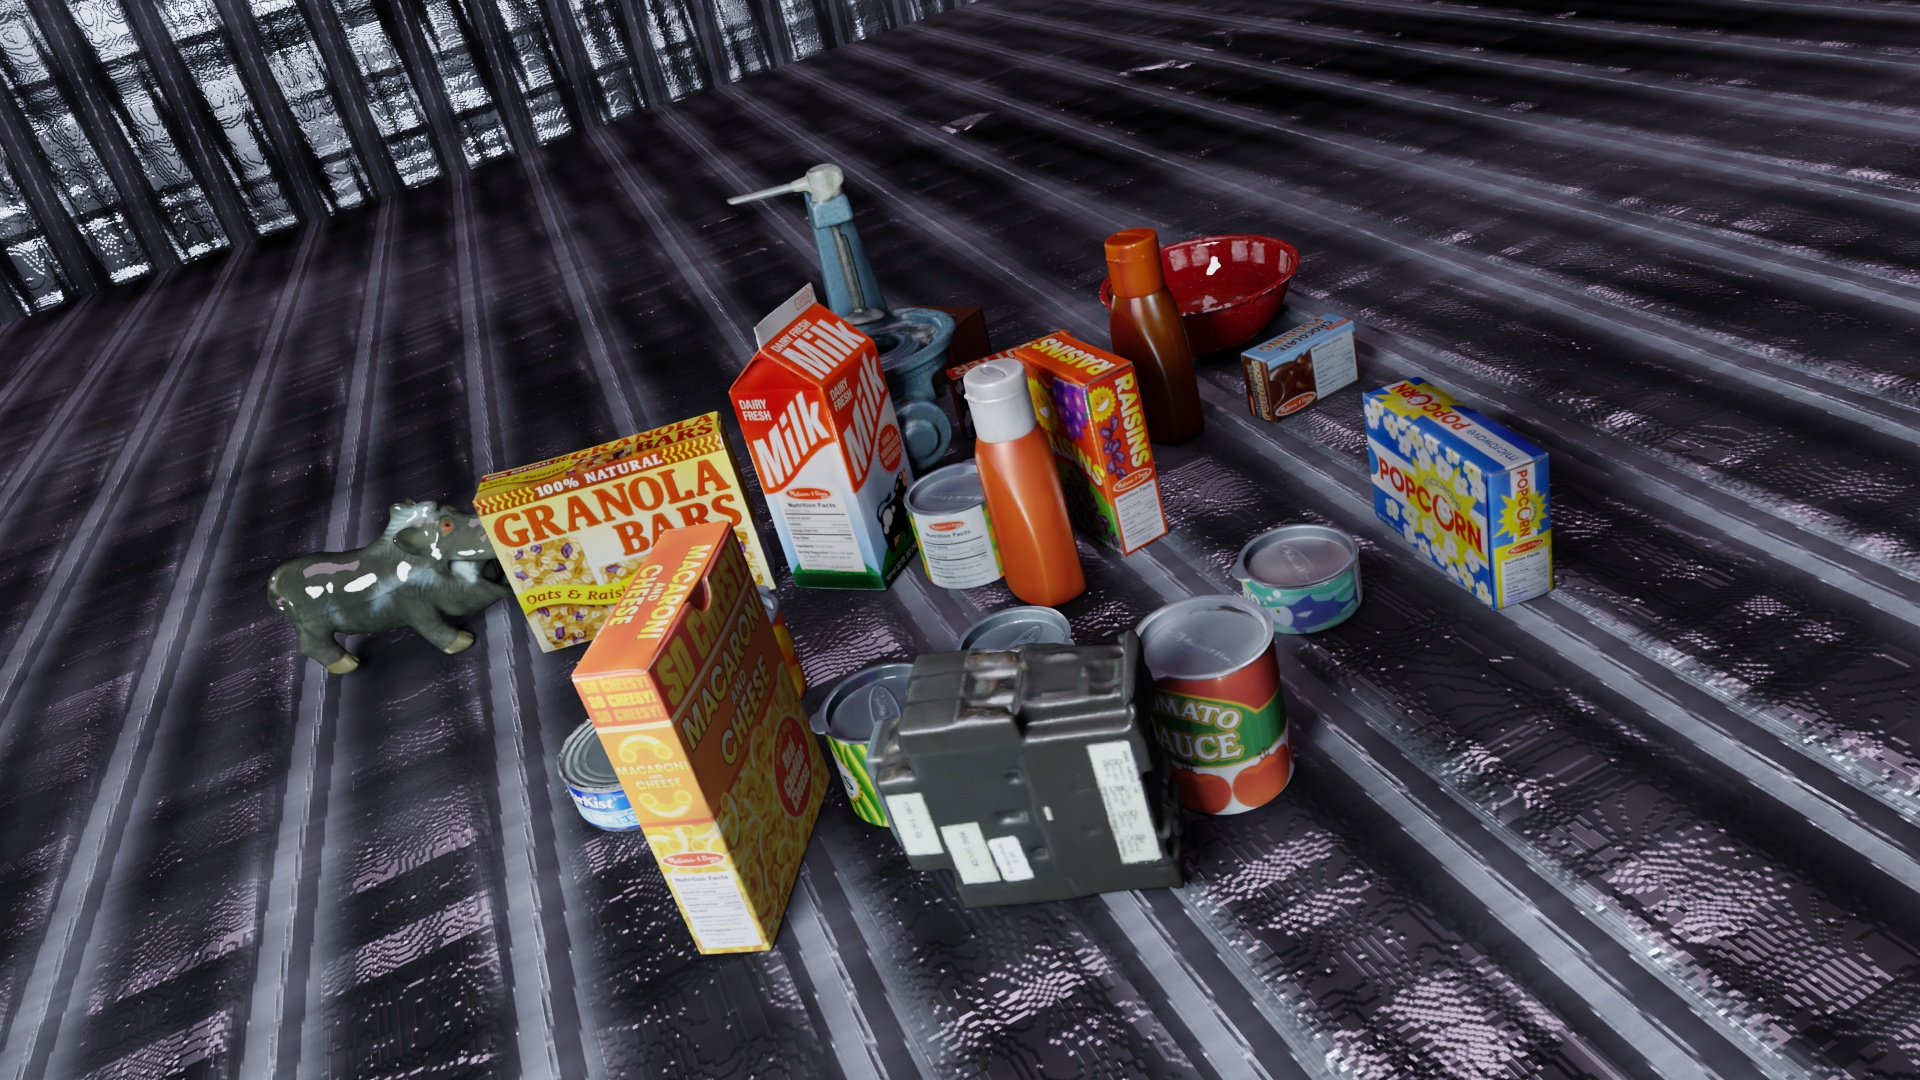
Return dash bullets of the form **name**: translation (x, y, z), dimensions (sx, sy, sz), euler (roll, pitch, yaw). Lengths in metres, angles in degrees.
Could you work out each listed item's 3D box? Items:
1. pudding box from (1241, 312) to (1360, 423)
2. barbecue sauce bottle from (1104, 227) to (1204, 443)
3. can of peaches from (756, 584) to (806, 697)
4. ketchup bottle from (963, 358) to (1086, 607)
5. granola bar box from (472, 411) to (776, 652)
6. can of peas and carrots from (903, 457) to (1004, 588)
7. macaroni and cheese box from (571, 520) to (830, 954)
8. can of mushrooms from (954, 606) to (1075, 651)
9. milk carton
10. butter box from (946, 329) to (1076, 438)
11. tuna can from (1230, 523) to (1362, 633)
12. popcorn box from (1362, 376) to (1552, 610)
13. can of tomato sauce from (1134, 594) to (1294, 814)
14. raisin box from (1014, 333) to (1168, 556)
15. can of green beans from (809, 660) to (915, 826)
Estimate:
- **pudding box**: translation (0.243, -0.124, 0.989), dimensions (0.084, 0.049, 0.030), euler (-27, 30, -19)
- **barbecue sauce bottle**: translation (0.132, -0.143, 0.975), dimensions (0.044, 0.148, 0.065), euler (-29, 31, -22)
- **can of peaches**: translation (-0.129, 0.070, 0.824), dimensions (0.071, 0.057, 0.071), euler (-12, 29, 7)
- **ketchup bottle**: translation (0.036, -0.034, 0.831), dimensions (0.044, 0.148, 0.065), euler (-26, 30, -17)
- **granola bar box**: translation (-0.221, -0.005, 0.931), dimensions (0.166, 0.123, 0.039), euler (-16, 29, 0)
- **can of peas and carrots**: translation (0.003, -0.011, 0.900), dimensions (0.071, 0.058, 0.071), euler (-12, 29, 7)
- **macaroni and cheese box**: translation (-0.116, 0.092, 0.665), dimensions (0.040, 0.165, 0.124), euler (-8, 30, 14)
- **can of mushrooms**: translation (0.034, 0.069, 0.770), dimensions (0.071, 0.033, 0.071), euler (-12, 29, 7)
- **milk carton**: translation (-0.088, -0.066, 0.904), dimensions (0.073, 0.189, 0.073), euler (1, 33, 28)
- **butter box**: translation (0.044, -0.122, 1.079), dimensions (0.104, 0.053, 0.024), euler (-20, 29, -9)
- **tuna can**: translation (0.188, 0.022, 0.778), dimensions (0.071, 0.032, 0.071), euler (-12, 29, 7)
- **popcorn box**: translation (0.274, -0.029, 0.771), dimensions (0.038, 0.085, 0.127), euler (-19, 29, -6)
- **can of tomato sauce**: translation (0.120, 0.079, 0.659), dimensions (0.071, 0.082, 0.071), euler (-12, 29, 7)
- **raisin box**: translation (0.082, -0.062, 0.883), dimensions (0.040, 0.123, 0.086), euler (-26, 30, -18)
- **can of green beans**: translation (-0.033, 0.105, 0.716), dimensions (0.071, 0.057, 0.071), euler (-12, 29, 7)
